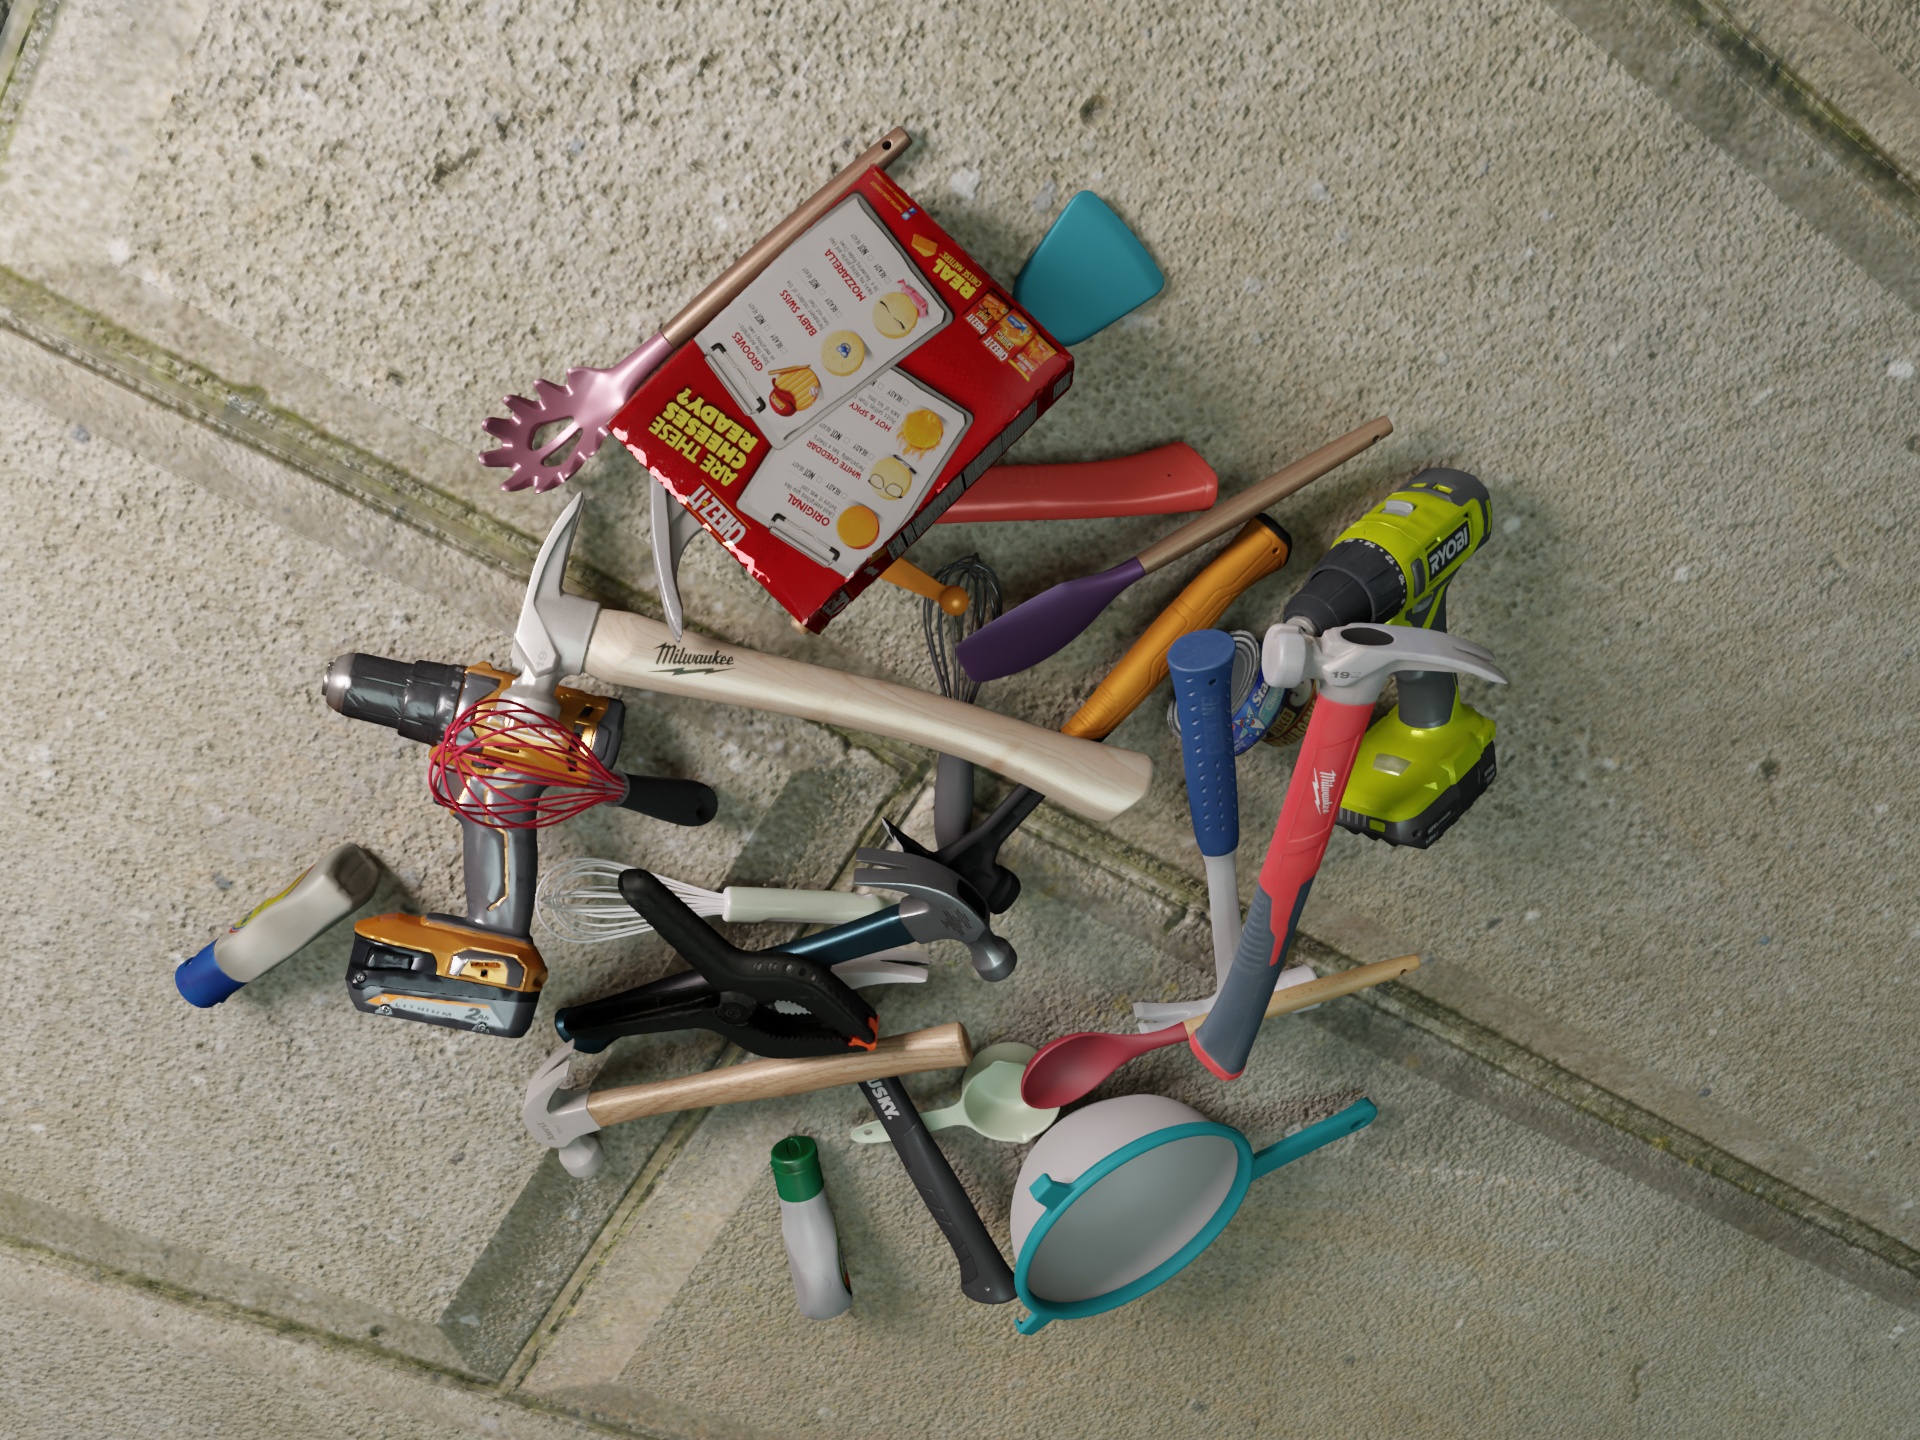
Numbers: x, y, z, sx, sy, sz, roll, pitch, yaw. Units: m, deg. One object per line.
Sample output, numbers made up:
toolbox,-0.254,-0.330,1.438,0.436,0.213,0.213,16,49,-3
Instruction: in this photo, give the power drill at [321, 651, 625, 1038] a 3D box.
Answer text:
power drill,-0.329,0.072,1.013,0.185,0.084,0.226,15,88,-17

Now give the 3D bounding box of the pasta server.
pasta server,-0.155,-0.244,0.942,0.316,0.040,0.060,-38,89,8

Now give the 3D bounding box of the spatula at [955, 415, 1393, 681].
spatula,0.139,-0.111,1.028,0.316,0.018,0.059,-30,141,2

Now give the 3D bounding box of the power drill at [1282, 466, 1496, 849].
power drill,0.287,-0.032,1.059,0.190,0.080,0.228,-37,127,-33

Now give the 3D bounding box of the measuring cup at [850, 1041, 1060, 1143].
measuring cup,-0.005,0.295,1.236,0.167,0.038,0.083,-15,115,8

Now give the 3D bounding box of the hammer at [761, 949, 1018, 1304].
hammer,-0.032,0.315,1.205,0.146,0.035,0.334,-22,111,13

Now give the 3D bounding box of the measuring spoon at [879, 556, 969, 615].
measuring spoon,-0.047,-0.098,1.016,0.117,0.011,0.021,28,110,9

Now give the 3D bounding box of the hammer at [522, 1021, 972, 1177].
hammer,-0.156,0.258,1.141,0.331,0.031,0.129,-12,133,8

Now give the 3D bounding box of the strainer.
strainer,0.173,0.344,1.266,0.340,0.095,0.210,-17,132,-23

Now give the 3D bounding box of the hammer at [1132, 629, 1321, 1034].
hammer,0.175,0.097,1.105,0.144,0.035,0.405,-15,135,0

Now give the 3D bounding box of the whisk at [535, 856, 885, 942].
whisk,-0.172,0.130,1.118,0.246,0.058,0.059,4,87,-16

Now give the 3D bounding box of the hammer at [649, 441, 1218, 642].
hammer,-0.012,-0.132,0.997,0.359,0.036,0.149,-3,84,-13

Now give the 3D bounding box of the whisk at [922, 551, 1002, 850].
whisk,-0.001,-0.003,1.082,0.055,0.055,0.238,-2,120,-9

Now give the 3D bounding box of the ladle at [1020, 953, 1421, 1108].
ladle,0.193,0.224,1.189,0.315,0.031,0.069,-16,129,-2

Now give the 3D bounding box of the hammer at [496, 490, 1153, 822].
hammer,-0.072,-0.022,1.010,0.410,0.038,0.146,15,87,-9

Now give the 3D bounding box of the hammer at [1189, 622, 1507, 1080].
hammer,0.232,0.102,1.053,0.143,0.038,0.386,4,128,-6

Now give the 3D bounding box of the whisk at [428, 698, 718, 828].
whisk,-0.221,0.038,0.965,0.073,0.295,0.073,-3,80,18

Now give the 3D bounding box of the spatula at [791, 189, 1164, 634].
spatula,0.001,-0.177,0.963,0.082,0.044,0.317,42,78,-28

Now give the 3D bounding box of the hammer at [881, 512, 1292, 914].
hammer,0.095,-0.012,1.080,0.337,0.034,0.127,-47,133,8

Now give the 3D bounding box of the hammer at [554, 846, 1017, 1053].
hammer,-0.136,0.174,1.105,0.331,0.033,0.128,-20,125,18
